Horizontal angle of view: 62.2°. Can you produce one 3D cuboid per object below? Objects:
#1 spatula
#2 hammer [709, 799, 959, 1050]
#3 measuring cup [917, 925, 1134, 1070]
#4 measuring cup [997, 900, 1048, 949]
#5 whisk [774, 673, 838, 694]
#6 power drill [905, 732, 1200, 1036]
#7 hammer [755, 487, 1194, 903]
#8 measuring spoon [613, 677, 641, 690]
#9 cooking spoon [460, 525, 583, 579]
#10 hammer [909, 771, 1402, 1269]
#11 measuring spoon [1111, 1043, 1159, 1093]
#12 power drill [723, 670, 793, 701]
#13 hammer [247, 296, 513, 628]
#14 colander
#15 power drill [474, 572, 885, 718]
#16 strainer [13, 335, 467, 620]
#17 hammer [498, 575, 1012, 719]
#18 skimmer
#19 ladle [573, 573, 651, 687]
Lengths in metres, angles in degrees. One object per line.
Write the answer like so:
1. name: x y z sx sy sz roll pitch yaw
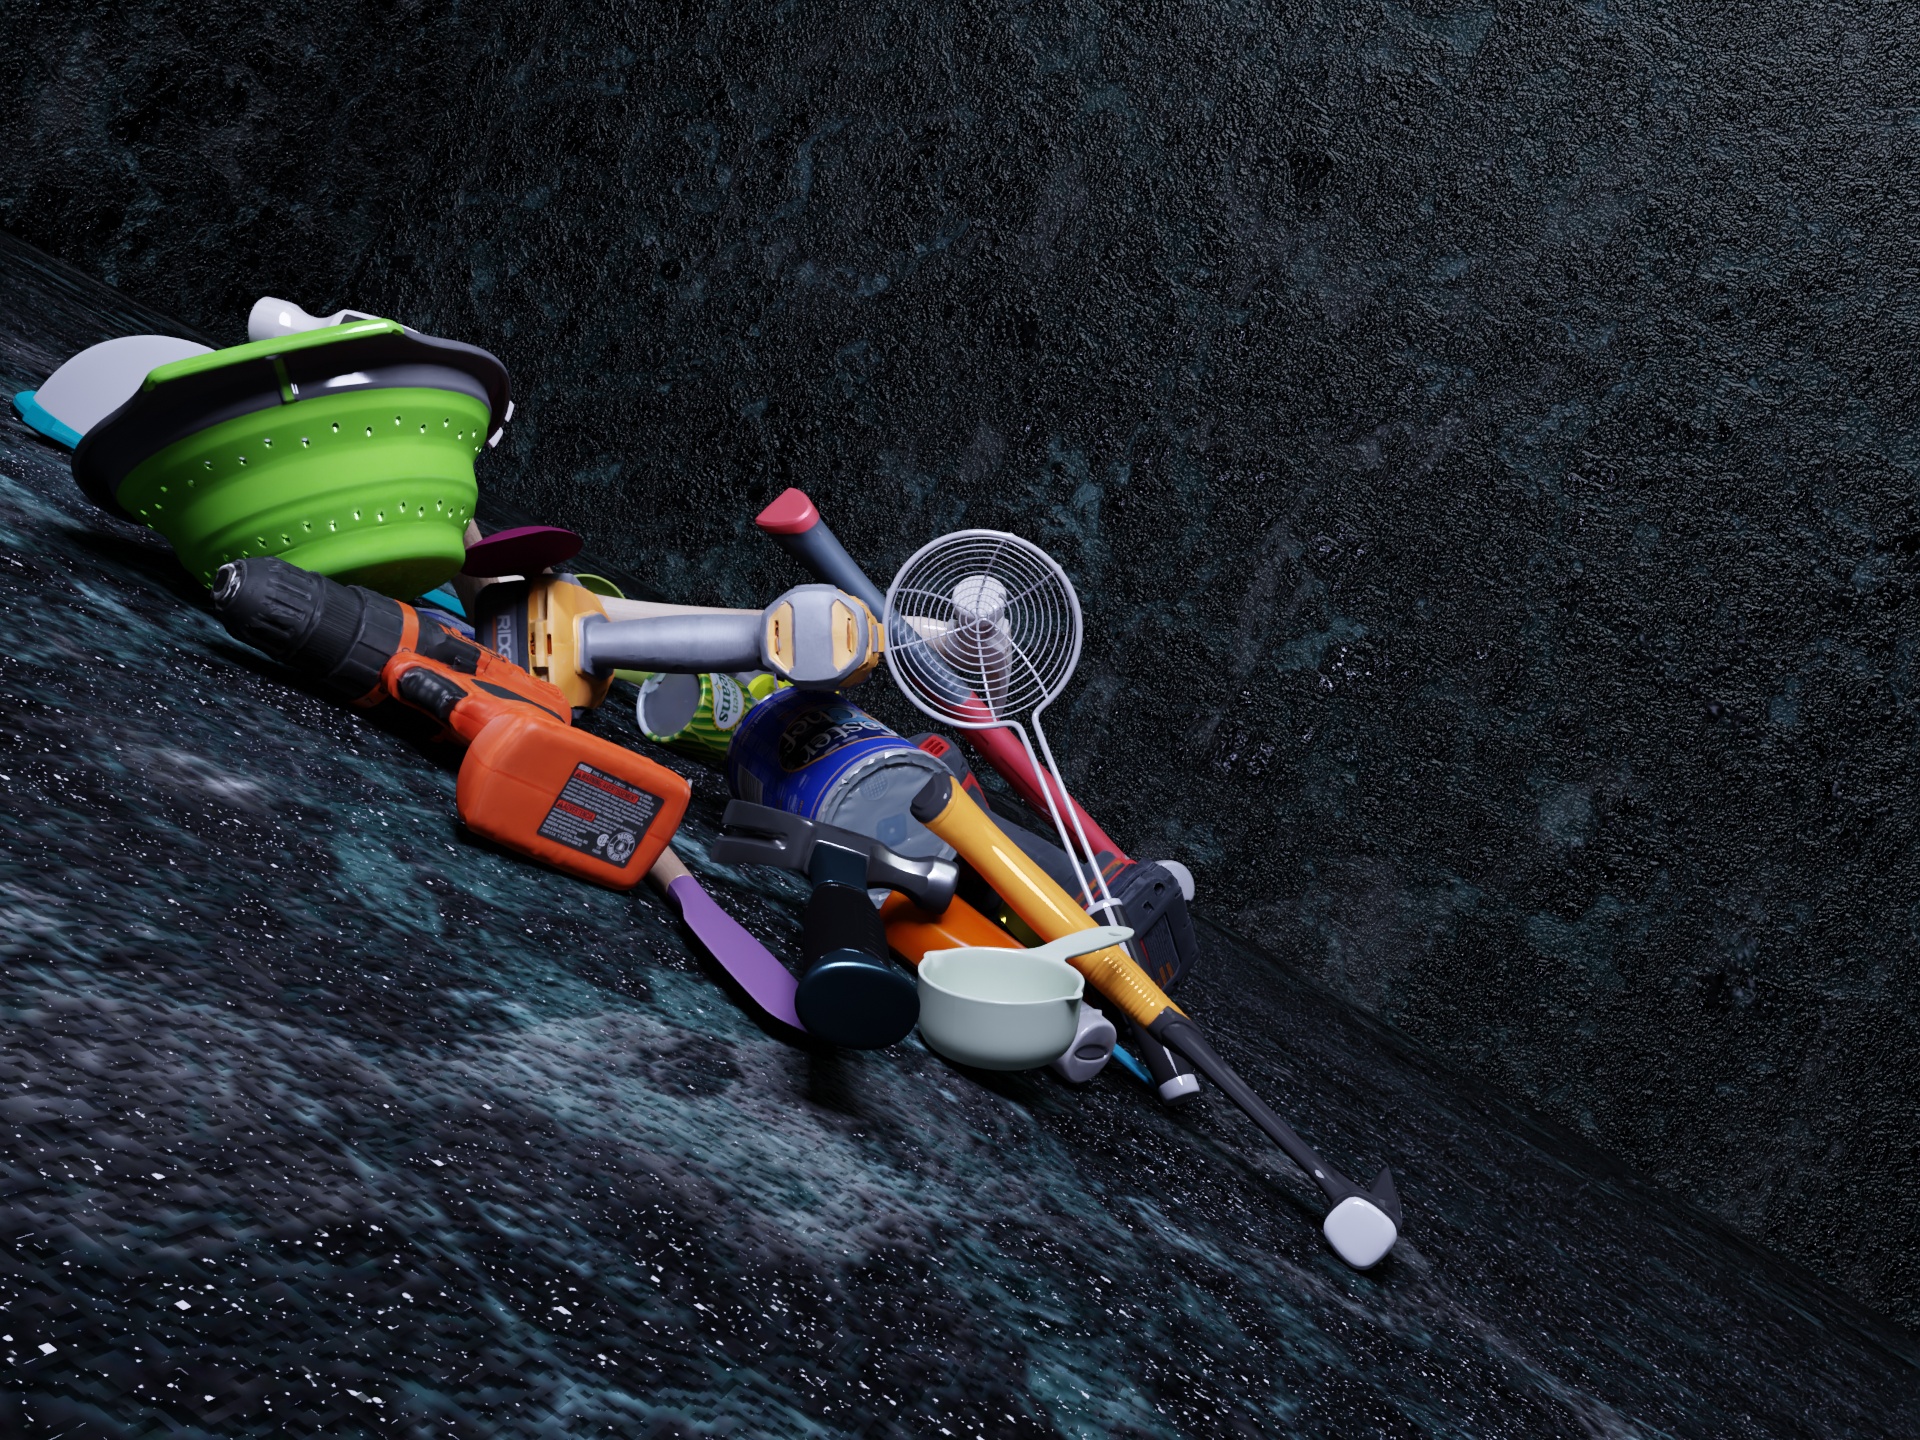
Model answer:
1. spatula: -0.135 0.067 0.727 0.059 0.018 0.316 35 -1 -39
2. hammer: -0.050 0.083 0.694 0.128 0.033 0.331 18 3 -7
3. measuring cup: 0.041 0.129 0.764 0.083 0.038 0.167 11 9 31
4. measuring cup: 0.038 0.120 1.248 0.062 0.029 0.157 31 20 -43
5. whisk: -0.103 0.011 1.214 0.047 0.051 0.245 19 31 -27
6. power drill: 0.050 0.117 1.088 0.227 0.080 0.187 32 -22 35
7. hammer: -0.002 -0.004 1.104 0.386 0.038 0.143 47 -21 -10
8. measuring spoon: -0.293 -0.035 1.317 0.124 0.018 0.034 22 21 -22
9. cooking spoon: -0.260 -0.092 0.973 0.068 0.017 0.319 -15 1 -11
10. hammer: 0.101 0.151 0.858 0.337 0.034 0.127 44 6 15
11. measuring spoon: 0.069 0.185 0.909 0.128 0.021 0.042 39 7 -13
12. power drill: -0.104 0.038 1.318 0.223 0.080 0.171 34 2 17
13. hammer: -0.321 -0.133 0.991 0.130 0.031 0.331 14 -26 5
14. colander: -0.332 -0.092 0.853 0.397 0.204 0.094 154 -83 -72
15. power drill: -0.159 -0.046 0.970 0.226 0.084 0.185 -2 1 2
16. strainer: -0.449 -0.168 1.089 0.340 0.095 0.211 28 2 -31
17. hammer: -0.166 -0.062 1.189 0.410 0.038 0.146 5 -36 9
18. skimmer: 0.057 0.052 0.951 0.090 0.127 0.364 56 11 -62
19. ladle: -0.205 -0.007 1.246 0.320 0.078 0.062 36 -20 15
